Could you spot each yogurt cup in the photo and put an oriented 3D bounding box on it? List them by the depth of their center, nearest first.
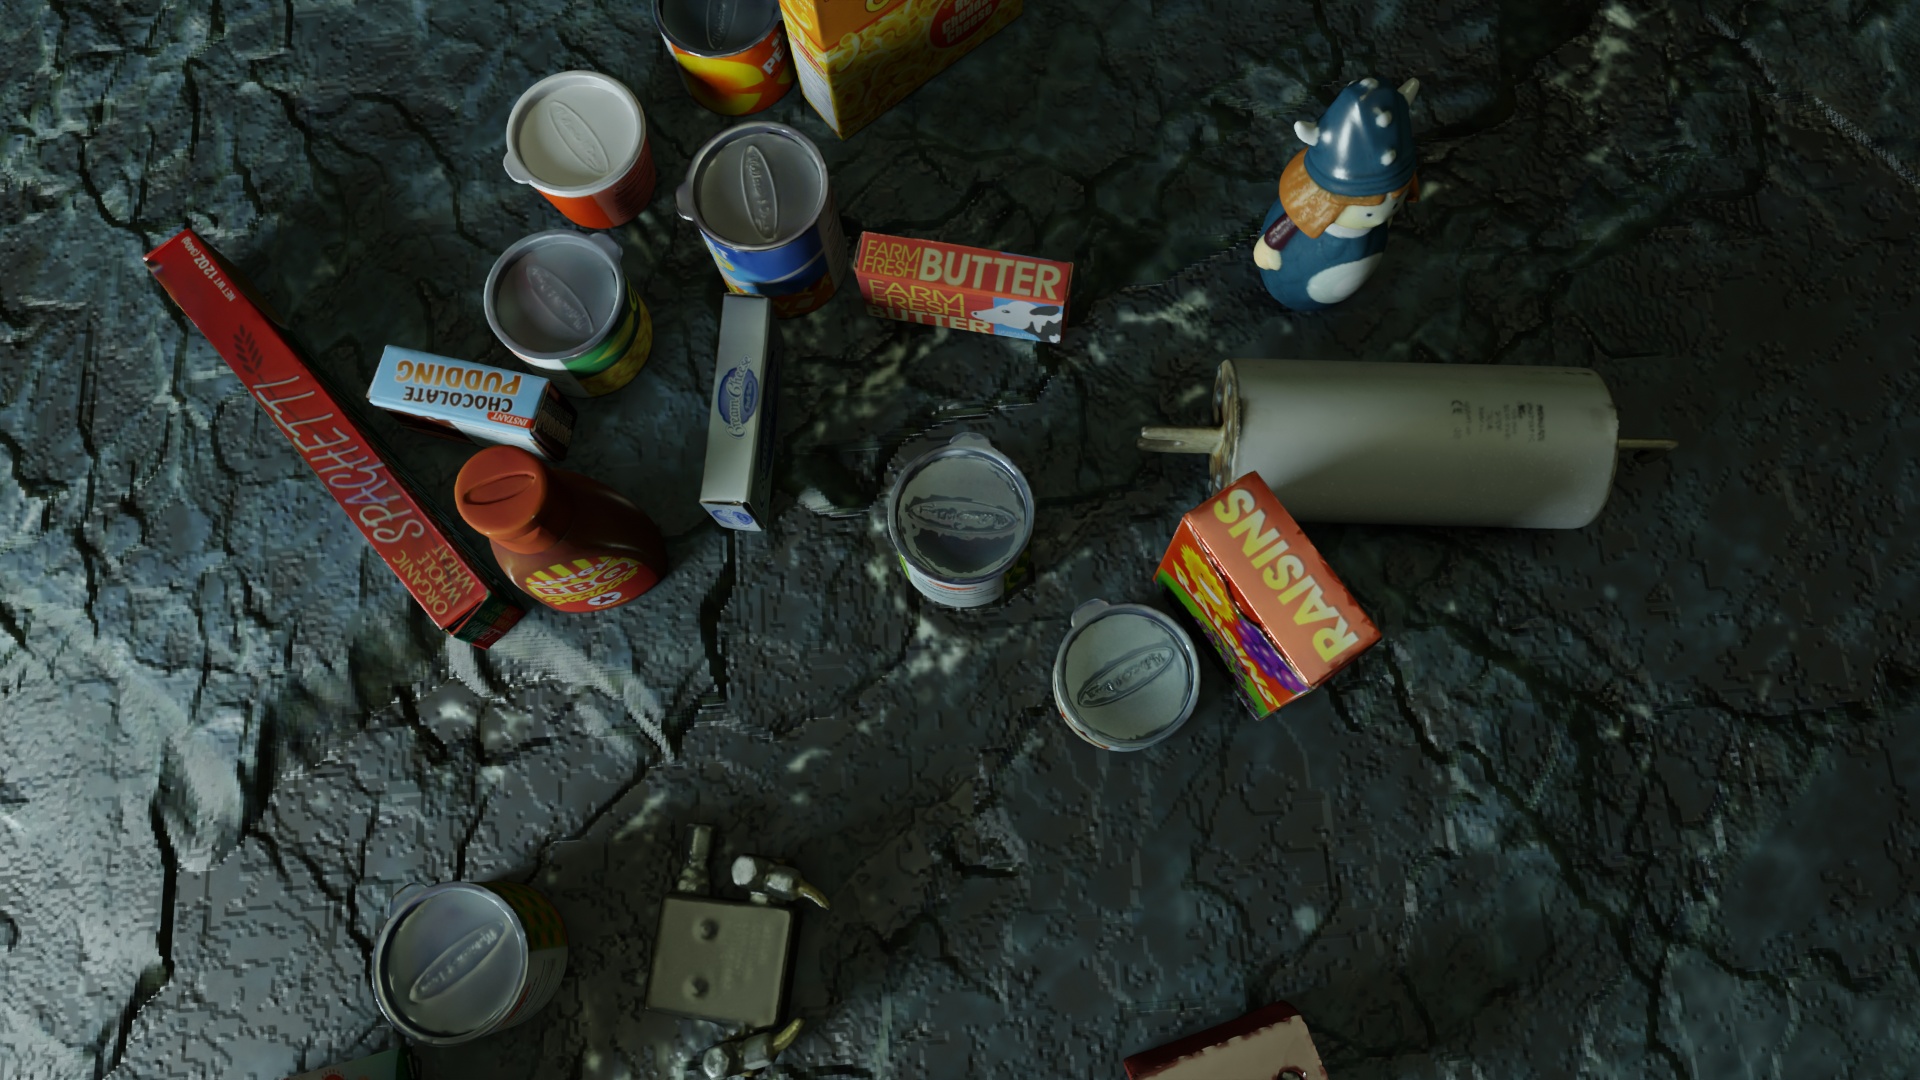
[{"bbox_3d":[-0.187,-0.193,0.700,0.072,0.054,0.072,0,76,1],"label":"yogurt cup"}]

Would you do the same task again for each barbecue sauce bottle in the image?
[{"bbox_3d":[-0.175,-0.004,0.604,0.065,0.148,0.044,-17,77,-2],"label":"barbecue sauce bottle"}]

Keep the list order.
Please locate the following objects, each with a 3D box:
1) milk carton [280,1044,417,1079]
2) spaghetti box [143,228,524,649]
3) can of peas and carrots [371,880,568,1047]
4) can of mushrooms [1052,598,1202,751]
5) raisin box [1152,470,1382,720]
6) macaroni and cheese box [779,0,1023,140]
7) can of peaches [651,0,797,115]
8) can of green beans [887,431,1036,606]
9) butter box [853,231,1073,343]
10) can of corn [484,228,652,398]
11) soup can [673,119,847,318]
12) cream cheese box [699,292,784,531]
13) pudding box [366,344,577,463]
[{"bbox_3d":[-0.273,0.246,0.523,0.073,0.190,0.072,-17,77,-2],"label":"milk carton"},{"bbox_3d":[-0.301,-0.049,0.669,0.029,0.050,0.250,-41,79,-8],"label":"spaghetti box"},{"bbox_3d":[-0.213,0.180,0.605,0.071,0.058,0.071,0,76,1],"label":"can of peas and carrots"},{"bbox_3d":[0.075,0.061,0.640,0.071,0.033,0.071,0,76,1],"label":"can of mushrooms"},{"bbox_3d":[0.127,0.028,0.601,0.040,0.123,0.086,-33,78,-6],"label":"raisin box"},{"bbox_3d":[-0.027,-0.278,0.659,0.124,0.166,0.040,-38,79,-7],"label":"macaroni and cheese box"},{"bbox_3d":[-0.116,-0.261,0.713,0.071,0.058,0.071,0,76,1],"label":"can of peaches"},{"bbox_3d":[0.002,-0.006,0.646,0.071,0.057,0.071,0,76,1],"label":"can of green beans"},{"bbox_3d":[0.002,-0.123,0.678,0.103,0.053,0.024,9,77,4],"label":"butter box"},{"bbox_3d":[-0.187,-0.111,0.677,0.071,0.058,0.071,0,76,1],"label":"can of corn"},{"bbox_3d":[-0.094,-0.152,0.672,0.071,0.083,0.071,0,76,1],"label":"soup can"},{"bbox_3d":[-0.103,-0.060,0.665,0.024,0.053,0.104,3,76,2],"label":"cream cheese box"},{"bbox_3d":[-0.235,-0.065,0.671,0.084,0.049,0.030,12,77,4],"label":"pudding box"}]
